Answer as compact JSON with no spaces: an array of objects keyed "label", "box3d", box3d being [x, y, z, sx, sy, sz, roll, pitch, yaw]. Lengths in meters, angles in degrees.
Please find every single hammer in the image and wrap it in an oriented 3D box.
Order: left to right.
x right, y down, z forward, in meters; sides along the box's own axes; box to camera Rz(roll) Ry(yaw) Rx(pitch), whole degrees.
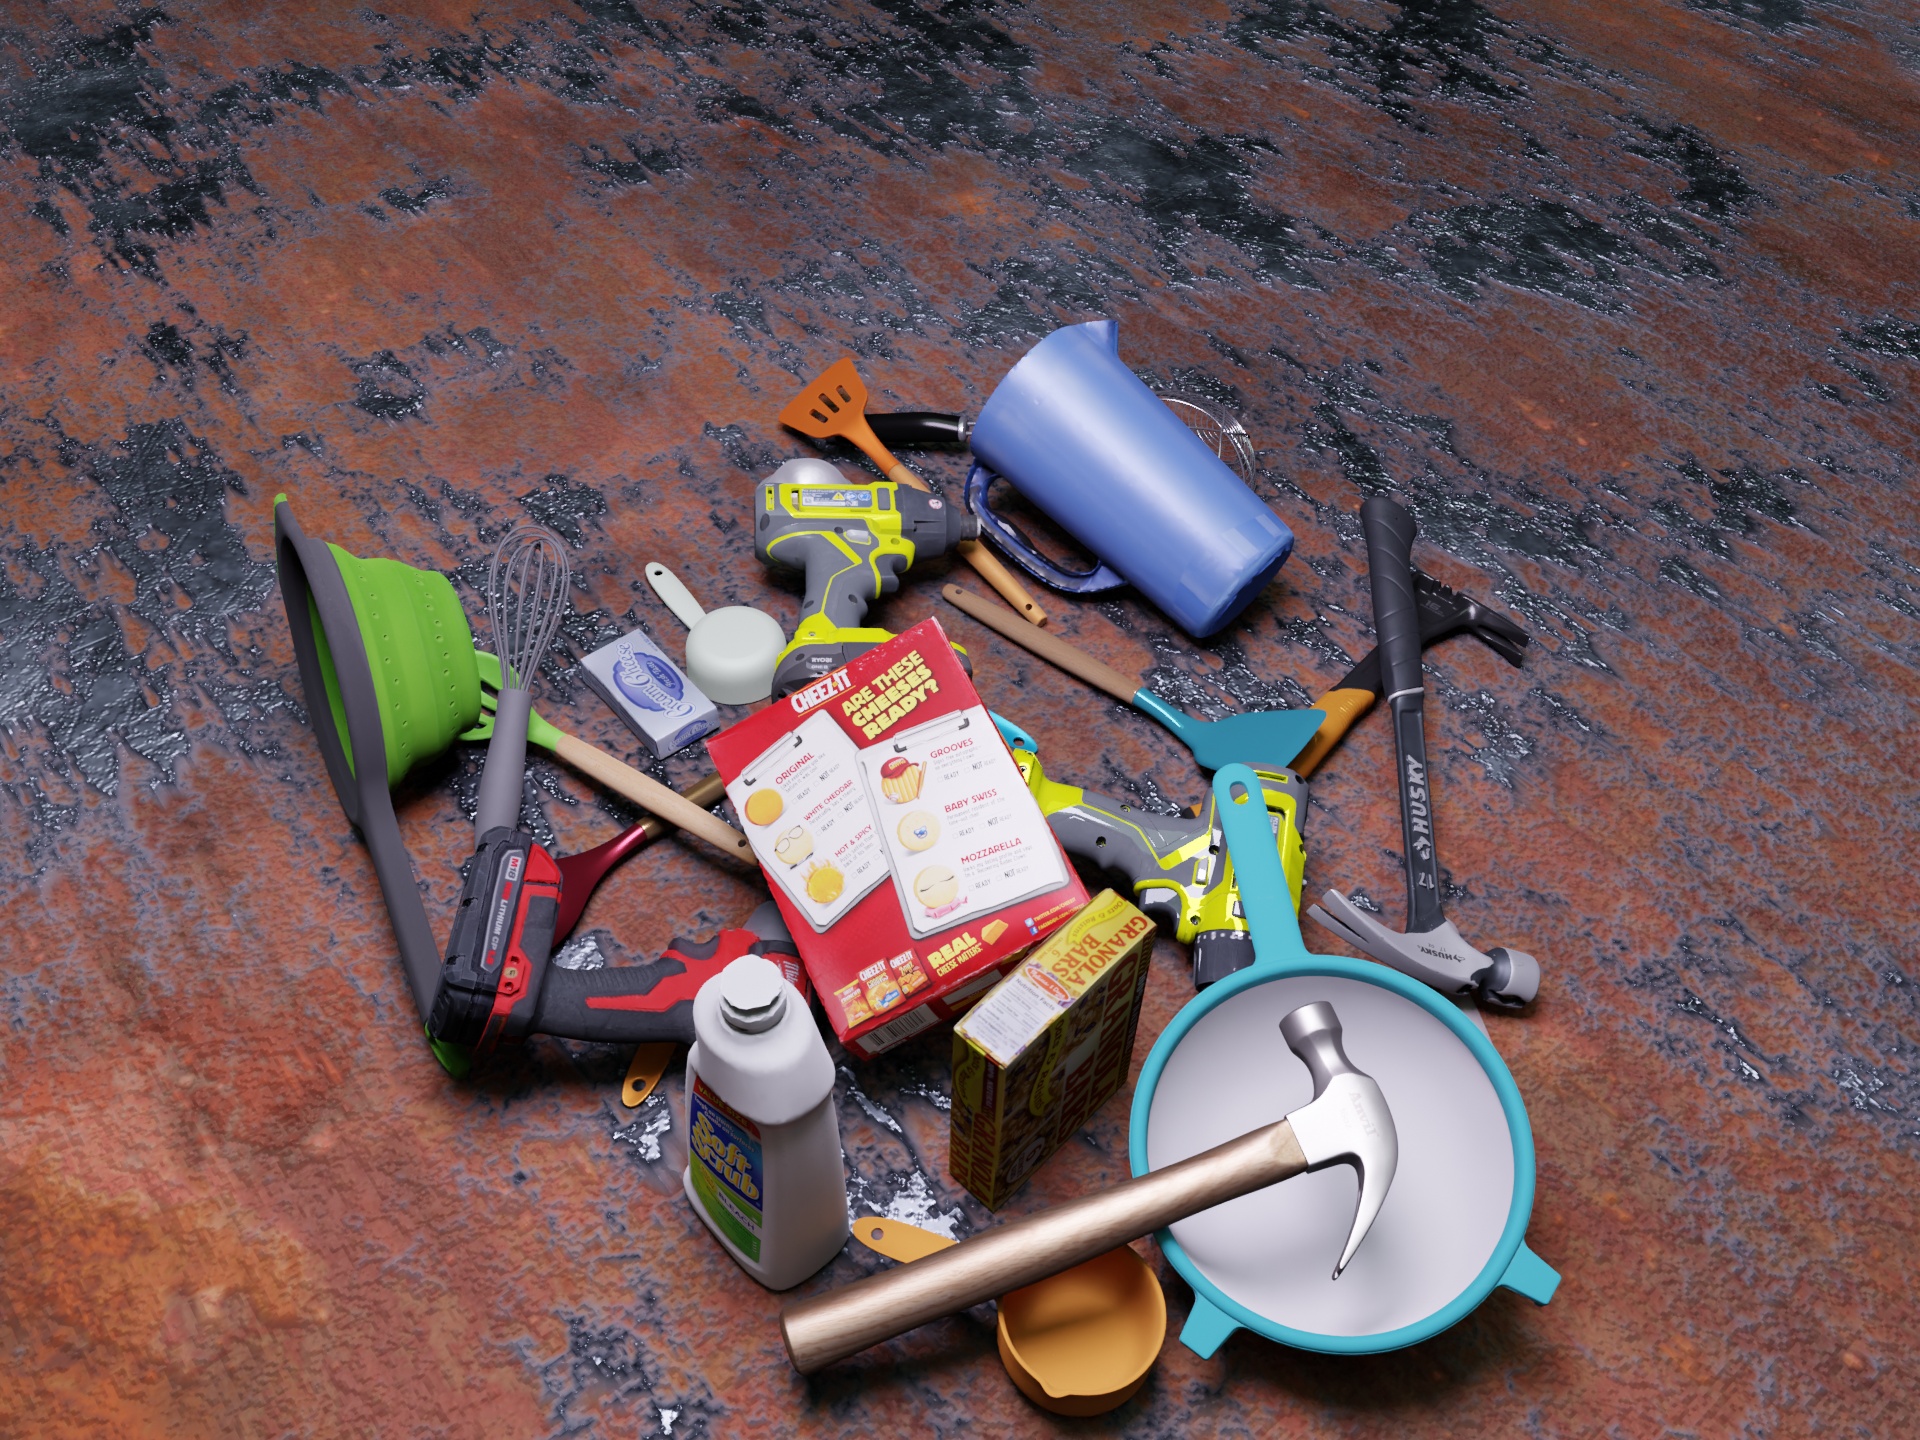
[{"label":"hammer","box3d":[0.068,0.262,0.818,0.331,0.031,0.130,-21,60,-3]},{"label":"hammer","box3d":[0.277,0.000,1.152,0.127,0.034,0.337,34,55,26]},{"label":"hammer","box3d":[0.304,-0.002,1.098,0.149,0.036,0.409,17,51,-13]}]

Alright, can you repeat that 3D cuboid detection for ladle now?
[{"label":"ladle","box3d":[-0.195,0.064,1.080,0.315,0.031,0.069,-34,56,-30]}]

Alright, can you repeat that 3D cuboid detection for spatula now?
[{"label":"spatula","box3d":[-0.035,-0.184,1.292,0.081,0.041,0.323,-42,68,0]},{"label":"spatula","box3d":[0.111,-0.038,1.165,0.318,0.044,0.082,30,57,27]}]

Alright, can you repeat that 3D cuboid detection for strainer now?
[{"label":"strainer","box3d":[-0.108,-0.137,1.256,0.087,0.050,0.259,-6,52,-14]},{"label":"strainer","box3d":[0.192,0.191,0.914,0.211,0.095,0.341,-10,59,2]}]

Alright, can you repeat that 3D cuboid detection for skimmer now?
[{"label":"skimmer","box3d":[0.066,-0.226,1.349,0.363,0.090,0.127,2,55,13]}]

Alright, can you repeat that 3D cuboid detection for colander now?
[{"label":"colander","box3d":[-0.344,0.033,1.023,0.094,0.204,0.397,-14,68,-27]}]

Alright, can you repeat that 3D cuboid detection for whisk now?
[{"label":"whisk","box3d":[-0.304,-0.018,1.078,0.055,0.055,0.239,4,77,1]}]

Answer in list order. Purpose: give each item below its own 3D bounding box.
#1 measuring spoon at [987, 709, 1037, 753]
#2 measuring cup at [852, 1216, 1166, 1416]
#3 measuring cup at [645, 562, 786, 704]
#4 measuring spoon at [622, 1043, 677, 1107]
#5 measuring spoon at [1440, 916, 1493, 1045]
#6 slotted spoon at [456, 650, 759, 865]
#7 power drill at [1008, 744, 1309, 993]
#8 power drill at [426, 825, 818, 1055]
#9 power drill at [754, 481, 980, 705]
[{"label":"measuring spoon","box3d":[-0.002,-0.004,1.159,0.128,0.021,0.042,29,55,10]},{"label":"measuring cup","box3d":[0.023,0.310,0.853,0.174,0.052,0.095,16,50,14]},{"label":"measuring cup","box3d":[-0.193,-0.080,1.198,0.083,0.038,0.168,-29,57,-25]},{"label":"measuring spoon","box3d":[-0.178,0.188,0.981,0.021,0.011,0.117,16,53,11]},{"label":"measuring spoon","box3d":[0.317,0.173,1.009,0.034,0.018,0.124,-5,49,-7]},{"label":"slotted spoon","box3d":[-0.254,0.029,1.085,0.314,0.031,0.070,25,65,27]},{"label":"power drill","box3d":[0.102,0.109,1.008,0.228,0.080,0.191,10,66,6]},{"label":"power drill","box3d":[-0.188,0.144,0.940,0.219,0.078,0.143,16,51,-16]},{"label":"power drill","box3d":[-0.062,-0.087,1.153,0.171,0.080,0.223,0,48,-8]}]
